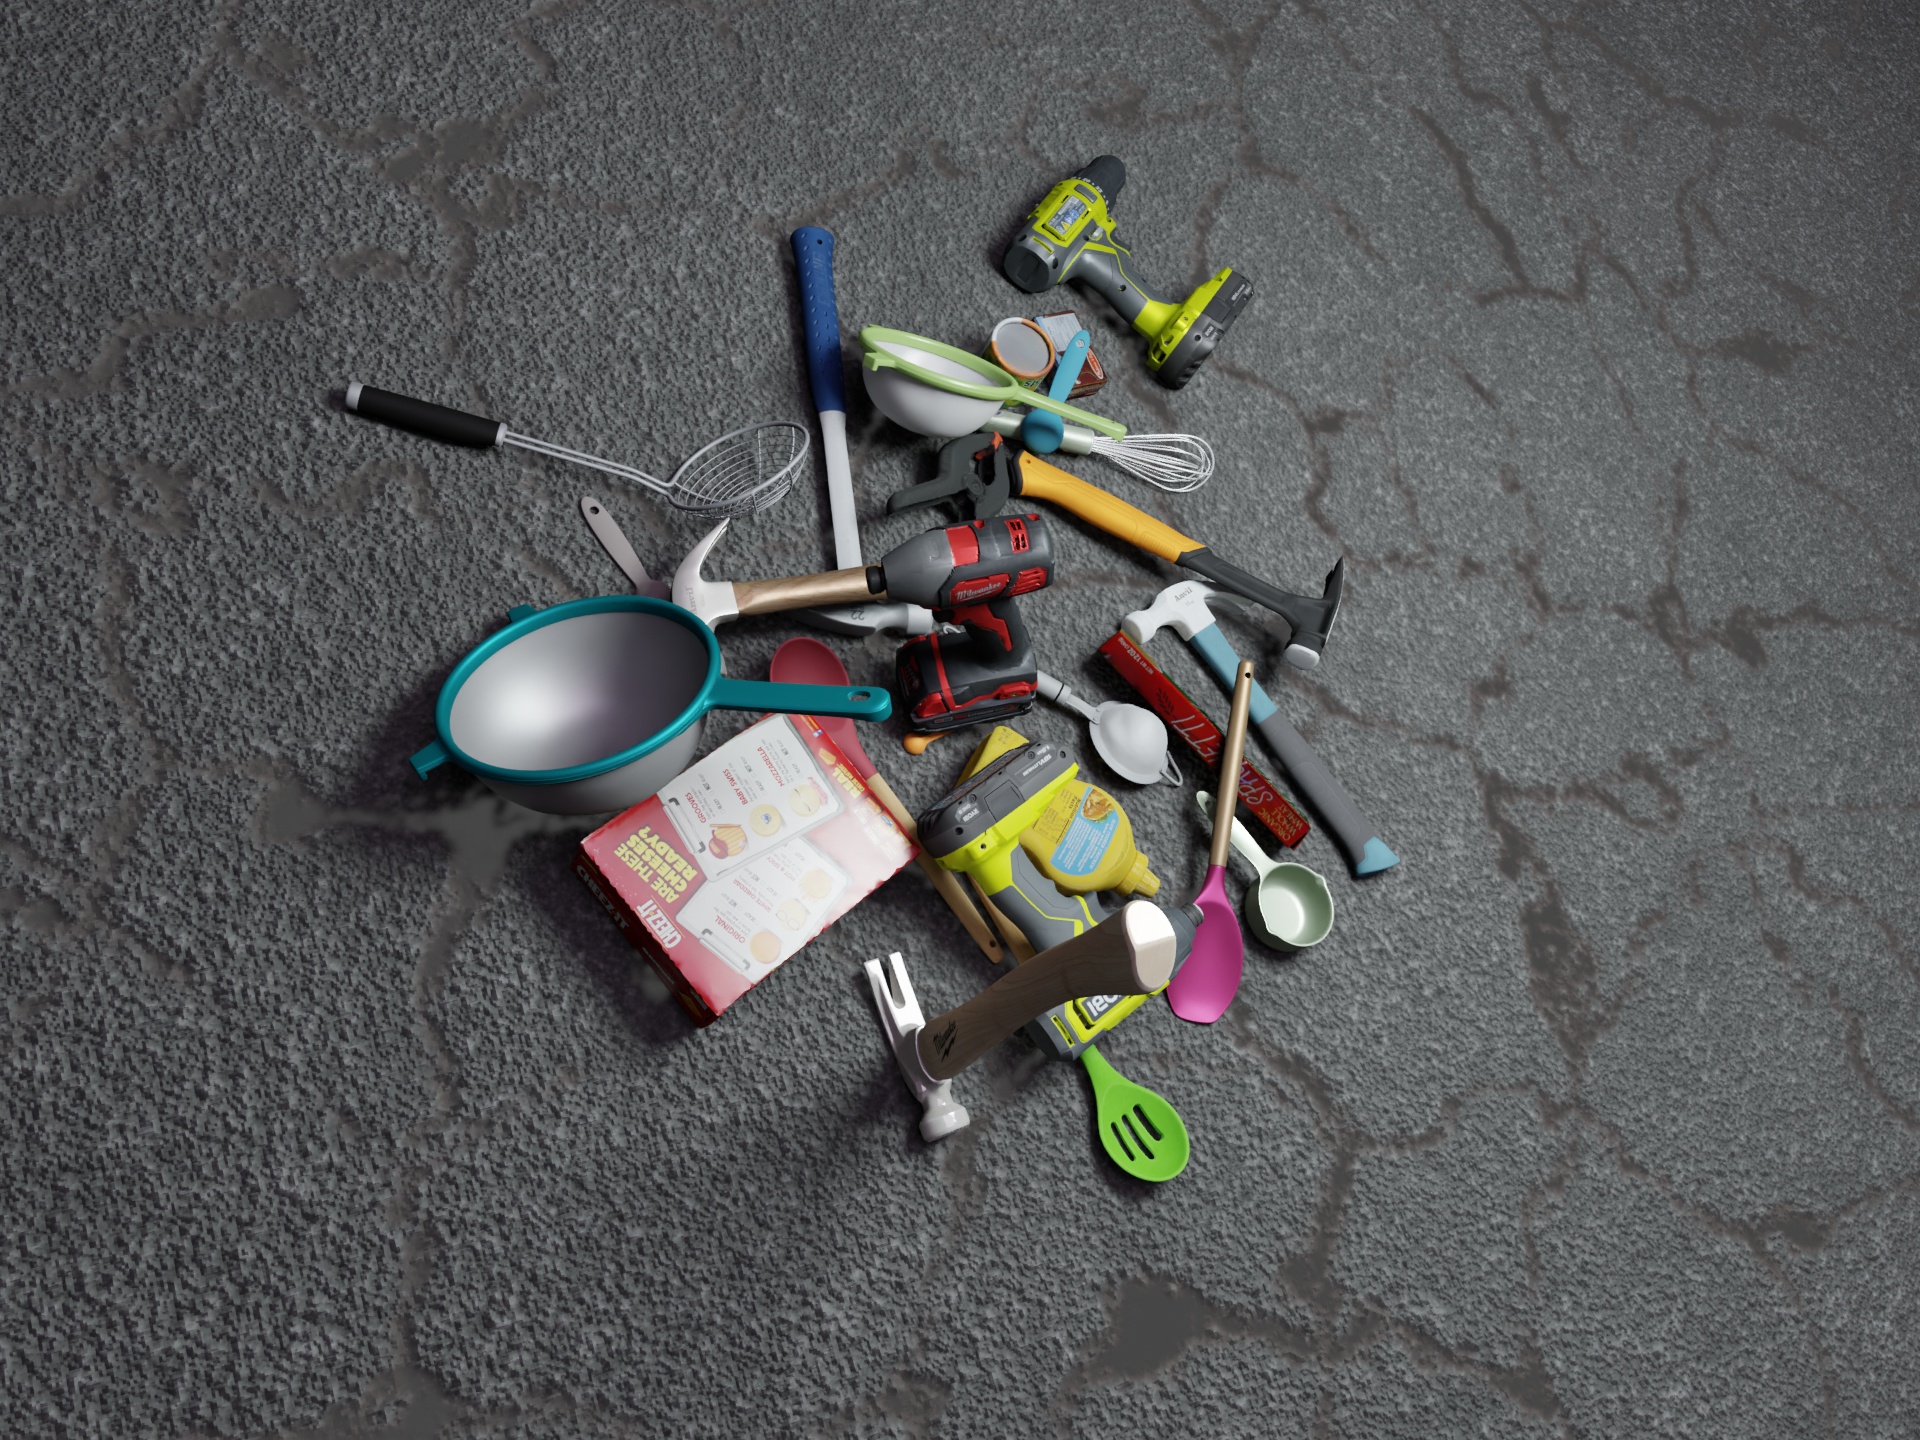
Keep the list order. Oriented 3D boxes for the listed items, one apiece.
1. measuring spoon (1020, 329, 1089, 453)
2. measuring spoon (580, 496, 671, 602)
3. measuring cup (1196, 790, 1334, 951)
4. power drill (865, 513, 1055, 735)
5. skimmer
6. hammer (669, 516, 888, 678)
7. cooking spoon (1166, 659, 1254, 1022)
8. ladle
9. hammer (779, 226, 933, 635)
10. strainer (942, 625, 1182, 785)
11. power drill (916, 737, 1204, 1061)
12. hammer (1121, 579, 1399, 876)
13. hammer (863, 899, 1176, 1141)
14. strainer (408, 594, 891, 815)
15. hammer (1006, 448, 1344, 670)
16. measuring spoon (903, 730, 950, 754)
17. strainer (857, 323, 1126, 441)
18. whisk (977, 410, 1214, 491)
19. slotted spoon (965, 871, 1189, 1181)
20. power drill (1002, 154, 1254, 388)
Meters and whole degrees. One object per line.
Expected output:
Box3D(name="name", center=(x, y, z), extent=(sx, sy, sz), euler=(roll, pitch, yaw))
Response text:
Box3D(name="measuring spoon", center=(0.095, -0.310, 1.486), extent=(0.042, 0.021, 0.128), euler=(24, 82, -9))
Box3D(name="measuring spoon", center=(-0.275, -0.138, 1.311), extent=(0.034, 0.018, 0.124), euler=(-32, 83, -30))
Box3D(name="measuring cup", center=(0.259, 0.133, 1.411), extent=(0.083, 0.038, 0.167), euler=(-37, 83, -31))
Box3D(name="power drill", center=(-0.002, -0.078, 1.271), extent=(0.143, 0.219, 0.079), euler=(-11, 61, -6))
Box3D(name="skimmer", center=(-0.309, -0.242, 1.300), extent=(0.363, 0.090, 0.127), euler=(14, 34, -14))
Box3D(name="hammer", center=(-0.079, -0.117, 1.329), extent=(0.331, 0.031, 0.130), euler=(-10, 76, -21))
Box3D(name="cooking spoon", center=(0.227, 0.102, 1.382), extent=(0.068, 0.017, 0.319), euler=(12, 79, -9))
Box3D(name="ladle", center=(-0.058, 0.068, 1.312), extent=(0.069, 0.031, 0.315), euler=(-33, 86, -25))
Box3D(name="hammer", center=(-0.119, -0.264, 1.421), extent=(0.144, 0.035, 0.406), euler=(1, 68, -23))
Box3D(name="strainer", center=(0.097, -0.019, 1.407), extent=(0.258, 0.050, 0.087), euler=(29, 45, -6))
Box3D(name="power drill", center=(0.083, 0.133, 1.267), extent=(0.171, 0.080, 0.223), euler=(-35, 95, -20))
Box3D(name="hammer", center=(0.292, 0.009, 1.479), extent=(0.128, 0.033, 0.331), euler=(-34, 84, -29))
Box3D(name="hammer", center=(0.030, 0.183, 1.075), extent=(0.038, 0.410, 0.146), euler=(-15, 74, -27))
Box3D(name="strainer", center=(-0.212, 0.007, 1.172), extent=(0.340, 0.095, 0.211), euler=(3, 41, 12))
Box3D(name="hammer", center=(0.199, -0.170, 1.488), extent=(0.337, 0.034, 0.127), euler=(27, 56, -1))
Box3D(name="measuring spoon", center=(-0.002, -0.004, 1.373), extent=(0.117, 0.011, 0.021), euler=(-32, 83, -30))
Box3D(name="strainer", center=(0.021, -0.278, 1.432), extent=(0.256, 0.069, 0.152), euler=(18, 22, -10))
Box3D(name="whisk", center=(0.130, -0.264, 1.523), extent=(0.246, 0.059, 0.058), euler=(9, 29, -15))
Box3D(name="slotted spoon", center=(0.084, 0.236, 1.300), extent=(0.070, 0.031, 0.314), euler=(-27, 79, -27))
Box3D(name="power drill", center=(0.176, -0.461, 1.606), extent=(0.228, 0.080, 0.191), euler=(37, 60, -2))
